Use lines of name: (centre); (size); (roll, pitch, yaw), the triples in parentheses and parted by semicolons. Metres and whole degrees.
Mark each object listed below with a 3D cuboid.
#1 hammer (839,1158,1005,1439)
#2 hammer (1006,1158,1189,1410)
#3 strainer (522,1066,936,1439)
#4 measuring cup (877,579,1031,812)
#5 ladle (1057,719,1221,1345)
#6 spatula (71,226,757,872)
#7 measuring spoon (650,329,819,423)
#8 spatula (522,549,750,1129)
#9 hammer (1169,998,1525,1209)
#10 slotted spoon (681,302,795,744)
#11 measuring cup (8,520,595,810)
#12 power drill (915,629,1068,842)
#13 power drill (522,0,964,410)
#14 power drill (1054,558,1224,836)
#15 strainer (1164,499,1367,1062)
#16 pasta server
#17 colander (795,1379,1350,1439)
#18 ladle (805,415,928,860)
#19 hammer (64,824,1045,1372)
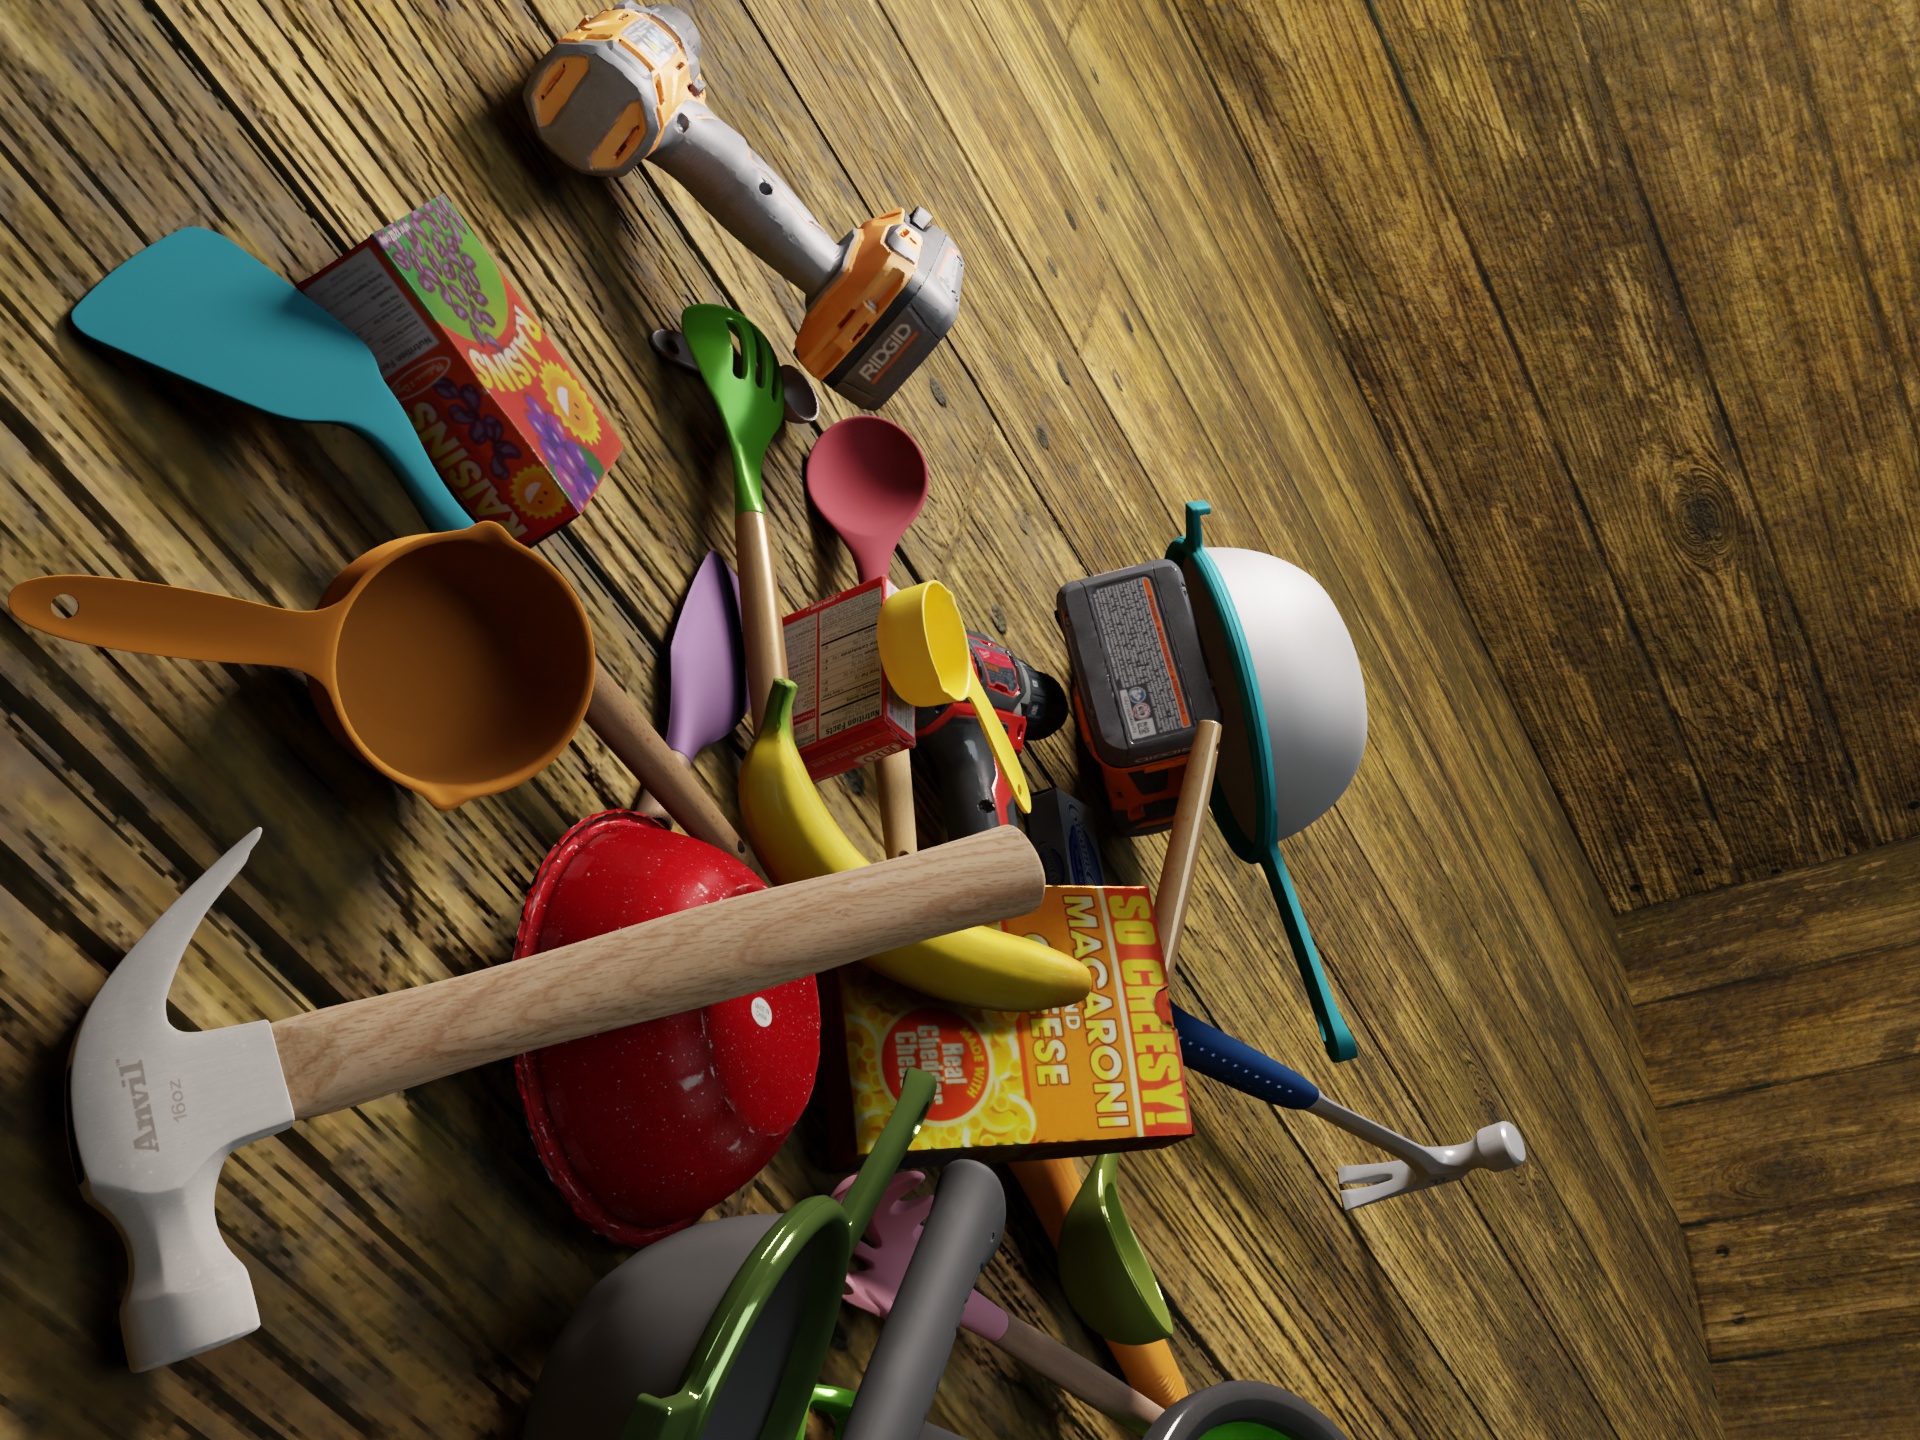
hammer: (-0.044, 0.278, 0.532); (0.335, 0.035, 0.146); (-60, 150, -54)
hammer: (0.103, 0.357, 0.847); (0.336, 0.034, 0.127); (63, 25, -12)
strainer: (-0.078, 0.192, 0.545); (0.256, 0.069, 0.151); (-52, 156, -59)
measuring cup: (-0.001, -0.002, 0.765); (0.156, 0.029, 0.062); (62, 24, -44)
ladle: (0.108, 0.150, 0.813); (0.078, 0.062, 0.320); (55, 47, -63)
spatula: (-0.178, -0.046, 0.594); (0.317, 0.044, 0.082); (55, 27, -29)
measuring spoon: (-0.121, -0.182, 0.843); (0.124, 0.018, 0.034); (10, 61, -53)
spatula: (-0.125, 0.036, 0.663); (0.059, 0.018, 0.316); (56, 27, -32)
hammer: (0.241, 0.270, 1.114); (0.405, 0.144, 0.035); (32, 41, -39)
slotted spoon: (-0.097, -0.074, 0.763); (0.070, 0.031, 0.314); (23, 52, -52)
measuring cup: (-0.209, -0.025, 0.513); (0.173, 0.052, 0.095); (9, 90, -34)
power drill: (0.032, 0.057, 0.891); (0.187, 0.080, 0.227); (13, 57, -60)
power drill: (-0.106, -0.281, 0.828); (0.226, 0.084, 0.185); (37, 27, -19)
power drill: (0.111, -0.024, 1.032); (0.226, 0.084, 0.164); (70, 6, -74)
strainer: (0.215, 0.035, 0.981); (0.210, 0.095, 0.341); (83, -7, -67)
pasta server: (0.039, 0.290, 0.733); (0.316, 0.040, 0.060); (43, 52, -31)
colander: (0.062, 0.384, 0.708); (0.396, 0.094, 0.205); (33, 41, -23)
ladle: (-0.040, -0.043, 0.815); (0.031, 0.069, 0.316); (95, -10, -50)
hammer: (-0.103, 0.079, 0.511); (0.331, 0.031, 0.130); (-11, 77, -39)
